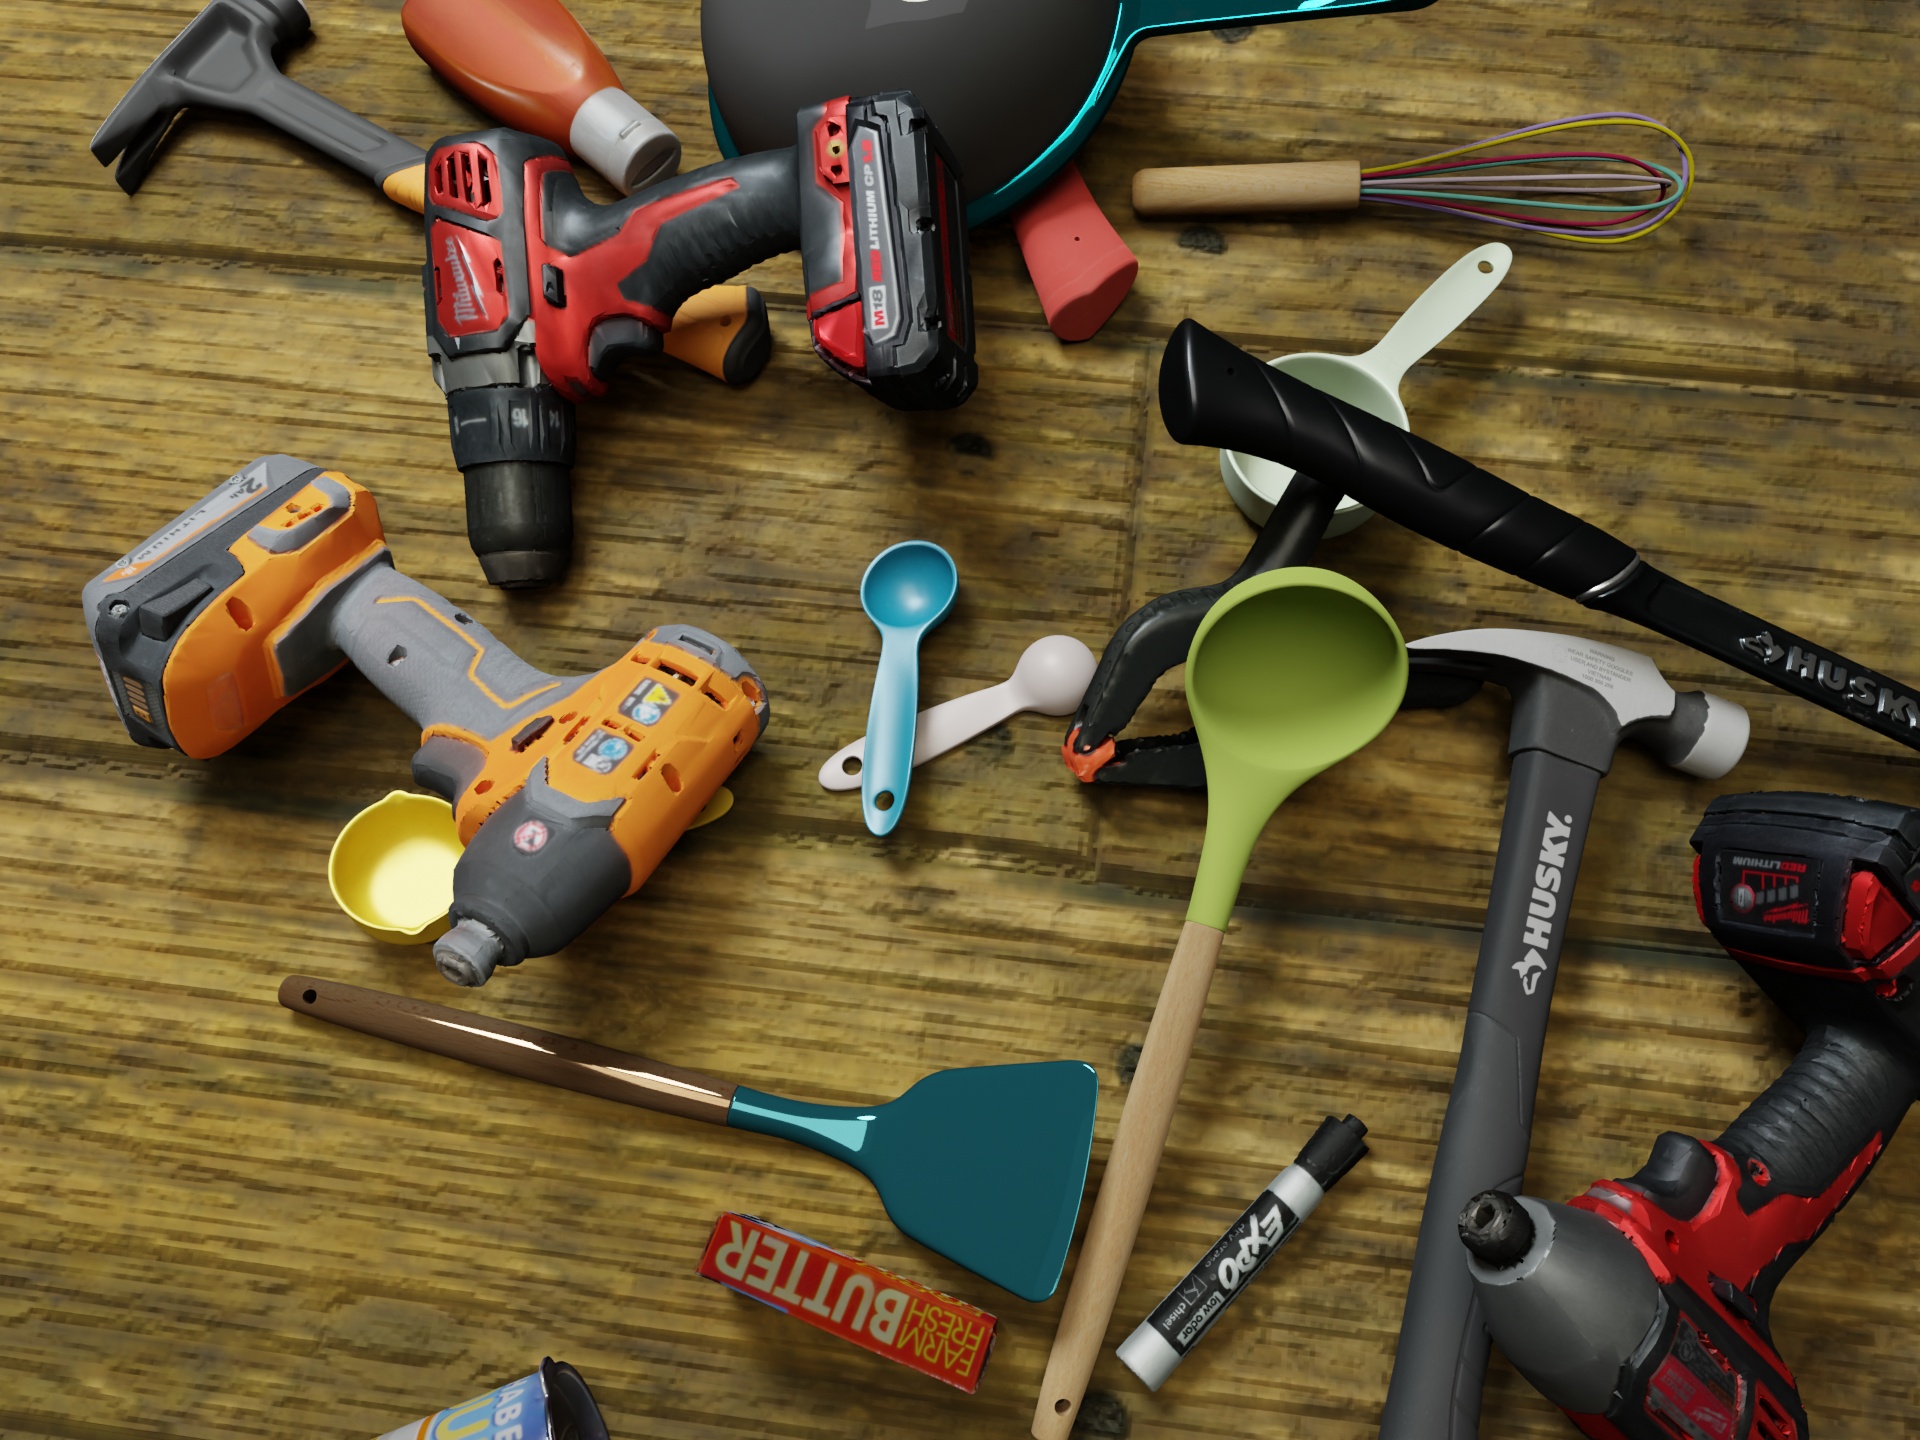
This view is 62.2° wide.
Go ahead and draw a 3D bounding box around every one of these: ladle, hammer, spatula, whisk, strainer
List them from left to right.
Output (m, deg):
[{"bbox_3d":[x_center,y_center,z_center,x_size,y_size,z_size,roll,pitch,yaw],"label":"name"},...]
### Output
[{"bbox_3d":[-0.236,-0.235,0.733,0.337,0.034,0.127,29,73,12],"label":"hammer"},{"bbox_3d":[-0.110,0.133,0.587,0.317,0.044,0.082,12,74,8],"label":"spatula"},{"bbox_3d":[0.000,-0.336,0.758,0.149,0.036,0.359,-14,69,-2],"label":"hammer"},{"bbox_3d":[0.025,-0.316,0.663,0.340,0.095,0.211,4,80,22],"label":"strainer"},{"bbox_3d":[0.081,0.099,0.560,0.078,0.062,0.320,19,83,-3],"label":"ladle"},{"bbox_3d":[0.200,-0.236,0.711,0.245,0.047,0.051,1,58,7],"label":"whisk"},{"bbox_3d":[0.188,0.124,0.570,0.146,0.035,0.335,19,74,-8],"label":"hammer"},{"bbox_3d":[0.260,-0.050,0.591,0.409,0.036,0.149,24,69,-5],"label":"hammer"}]

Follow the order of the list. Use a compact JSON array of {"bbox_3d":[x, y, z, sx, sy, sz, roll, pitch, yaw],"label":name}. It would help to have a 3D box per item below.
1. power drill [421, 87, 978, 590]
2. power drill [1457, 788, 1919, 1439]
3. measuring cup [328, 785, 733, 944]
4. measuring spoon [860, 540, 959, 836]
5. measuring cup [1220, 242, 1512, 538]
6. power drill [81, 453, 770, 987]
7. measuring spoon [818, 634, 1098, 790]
[{"bbox_3d":[-0.112,-0.154,0.649,0.227,0.080,0.188,-4,91,13],"label":"power drill"},{"bbox_3d":[0.256,0.136,0.527,0.143,0.078,0.220,42,76,-18],"label":"power drill"},{"bbox_3d":[-0.168,0.051,0.634,0.156,0.029,0.062,-11,63,-14],"label":"measuring cup"},{"bbox_3d":[-0.023,-0.012,0.646,0.042,0.021,0.129,-1,68,17],"label":"measuring spoon"},{"bbox_3d":[0.178,-0.142,0.679,0.083,0.038,0.167,42,75,16],"label":"measuring cup"},{"bbox_3d":[-0.208,0.000,0.598,0.226,0.084,0.164,24,48,10],"label":"power drill"},{"bbox_3d":[-0.001,-0.002,0.644,0.124,0.018,0.034,-24,71,-5],"label":"measuring spoon"}]
